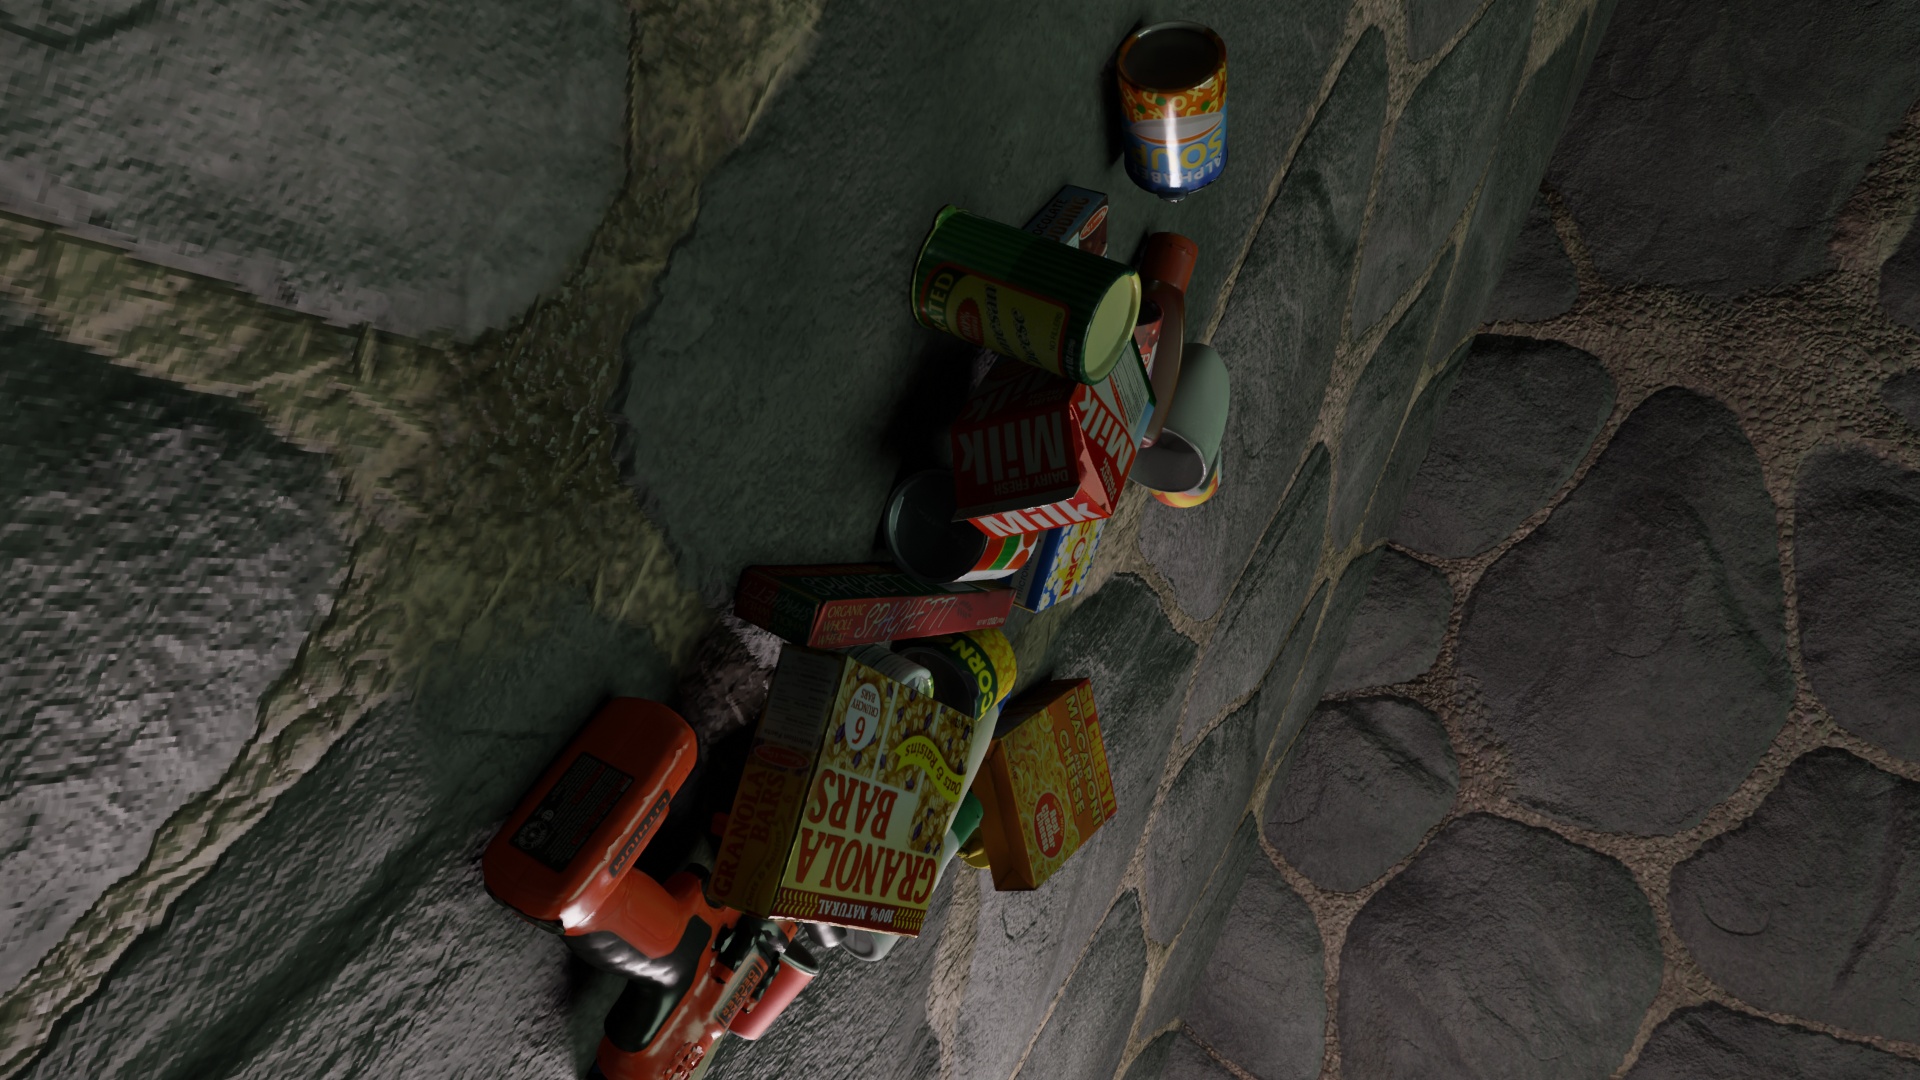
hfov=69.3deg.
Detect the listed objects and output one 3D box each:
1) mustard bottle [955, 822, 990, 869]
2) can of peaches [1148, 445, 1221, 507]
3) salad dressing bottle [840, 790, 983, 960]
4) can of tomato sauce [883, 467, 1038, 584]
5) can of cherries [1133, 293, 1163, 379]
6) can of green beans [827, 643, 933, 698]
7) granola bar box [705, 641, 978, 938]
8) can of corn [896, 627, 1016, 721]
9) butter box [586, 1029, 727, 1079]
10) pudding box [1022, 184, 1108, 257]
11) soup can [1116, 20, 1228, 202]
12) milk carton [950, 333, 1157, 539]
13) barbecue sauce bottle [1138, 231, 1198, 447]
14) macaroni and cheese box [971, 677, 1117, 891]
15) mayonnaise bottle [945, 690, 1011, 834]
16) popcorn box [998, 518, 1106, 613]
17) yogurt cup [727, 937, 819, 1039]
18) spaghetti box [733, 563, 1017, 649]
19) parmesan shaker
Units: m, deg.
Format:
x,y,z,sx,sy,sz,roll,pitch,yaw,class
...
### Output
x,y,z,sx,sy,sz,roll,pitch,yaw,class
0.035,0.241,1.158,0.161,0.049,0.065,-14,121,-62,mustard bottle
0.183,-0.068,1.166,0.071,0.071,0.058,-58,156,-18,can of peaches
-0.035,0.238,1.012,0.148,0.044,0.064,-44,147,-44,salad dressing bottle
0.003,-0.010,0.825,0.083,0.071,0.071,0,112,-66,can of tomato sauce
0.097,-0.128,0.911,0.072,0.071,0.058,-37,143,-49,can of cherries
-0.056,0.092,0.804,0.071,0.058,0.071,-47,151,-37,can of green beans
-0.052,0.132,0.705,0.165,0.039,0.124,38,65,-61,granola bar box
-0.003,0.087,0.900,0.058,0.071,0.070,-34,142,-53,can of corn
-0.157,0.265,0.759,0.103,0.053,0.024,-62,154,-11,butter box
0.057,-0.170,0.834,0.084,0.030,0.049,-50,151,-34,pudding box
0.131,-0.264,0.856,0.071,0.071,0.083,-56,155,-22,soup can
0.052,-0.063,0.784,0.073,0.072,0.191,67,26,-23,milk carton
0.130,-0.144,0.984,0.043,0.065,0.148,151,-42,-79,barbecue sauce bottle
0.067,0.193,1.129,0.167,0.040,0.123,-22,101,-59,macaroni and cheese box
-0.002,0.135,0.949,0.149,0.041,0.064,-58,160,-56,mayonnaise bottle
0.075,-0.017,1.012,0.085,0.038,0.126,-17,128,-59,popcorn box
-0.124,0.250,0.805,0.054,0.072,0.072,-54,155,-8,yogurt cup
-0.040,0.034,0.795,0.250,0.050,0.028,0,111,-65,spaghetti box
0.035,-0.130,0.730,0.072,0.103,0.071,-47,150,-38,parmesan shaker
